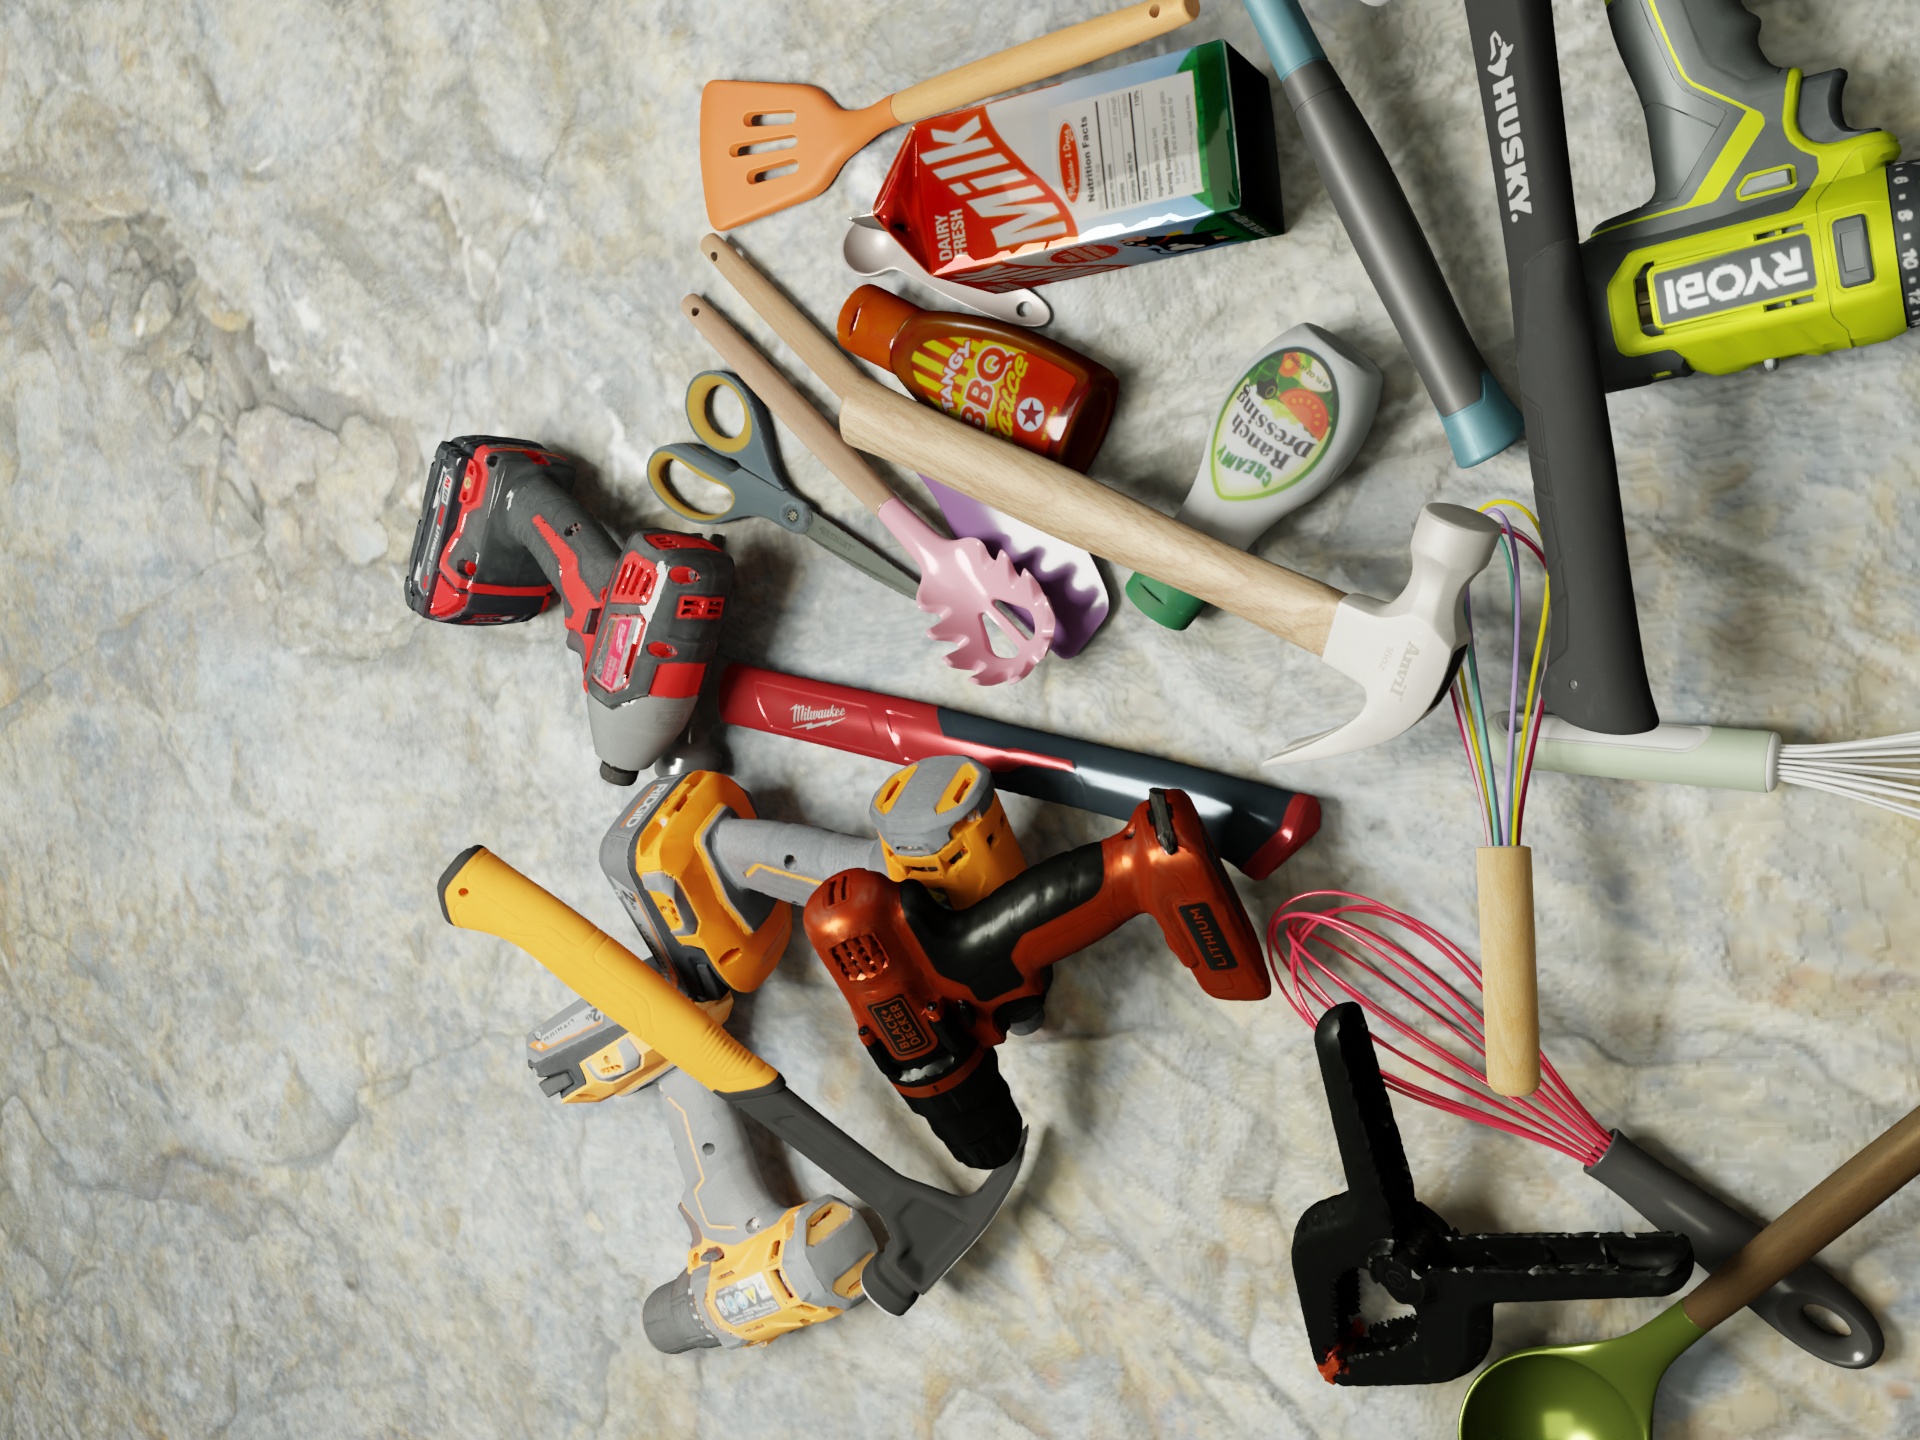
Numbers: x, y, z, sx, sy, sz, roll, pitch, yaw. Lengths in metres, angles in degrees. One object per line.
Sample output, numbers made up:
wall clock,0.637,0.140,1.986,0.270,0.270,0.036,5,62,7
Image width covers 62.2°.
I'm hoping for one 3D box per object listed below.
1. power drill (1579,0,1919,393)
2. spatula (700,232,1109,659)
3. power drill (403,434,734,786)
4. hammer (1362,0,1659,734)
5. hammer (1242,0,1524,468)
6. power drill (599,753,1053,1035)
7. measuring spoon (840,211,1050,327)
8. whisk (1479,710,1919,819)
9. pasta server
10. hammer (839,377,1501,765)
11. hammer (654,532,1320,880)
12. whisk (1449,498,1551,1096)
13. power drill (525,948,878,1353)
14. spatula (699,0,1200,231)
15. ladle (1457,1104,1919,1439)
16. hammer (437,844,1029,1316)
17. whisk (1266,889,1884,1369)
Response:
power drill,0.309,-0.248,0.583,0.190,0.080,0.228,-8,95,33
spatula,-0.035,-0.156,0.835,0.316,0.018,0.059,47,125,17
power drill,-0.221,-0.066,0.901,0.220,0.078,0.143,33,113,35
hammer,0.224,-0.160,0.593,0.146,0.035,0.335,-3,97,63
hammer,0.152,-0.260,0.667,0.033,0.128,0.331,-26,91,37
power drill,-0.061,0.099,0.834,0.226,0.084,0.164,-3,126,30
measuring spoon,-0.006,-0.225,0.813,0.124,0.018,0.034,28,94,18
whisk,0.328,0.017,0.624,0.246,0.058,0.059,6,130,34
pasta server,-0.057,-0.130,0.831,0.060,0.040,0.316,-47,67,10
hammer,0.071,-0.085,0.719,0.331,0.031,0.130,29,122,31
hammer,-0.001,-0.003,0.823,0.386,0.038,0.143,12,101,29
whisk,0.224,0.030,0.652,0.047,0.051,0.245,-3,86,32
power drill,-0.165,0.263,0.934,0.185,0.084,0.226,-35,83,37
spatula,-0.020,-0.302,0.768,0.323,0.041,0.081,4,99,48
ladle,0.299,0.224,0.616,0.078,0.062,0.320,41,131,19
hammer,-0.126,0.171,0.832,0.337,0.034,0.127,37,107,-3
whisk,0.257,0.172,0.682,0.296,0.073,0.073,37,114,15
